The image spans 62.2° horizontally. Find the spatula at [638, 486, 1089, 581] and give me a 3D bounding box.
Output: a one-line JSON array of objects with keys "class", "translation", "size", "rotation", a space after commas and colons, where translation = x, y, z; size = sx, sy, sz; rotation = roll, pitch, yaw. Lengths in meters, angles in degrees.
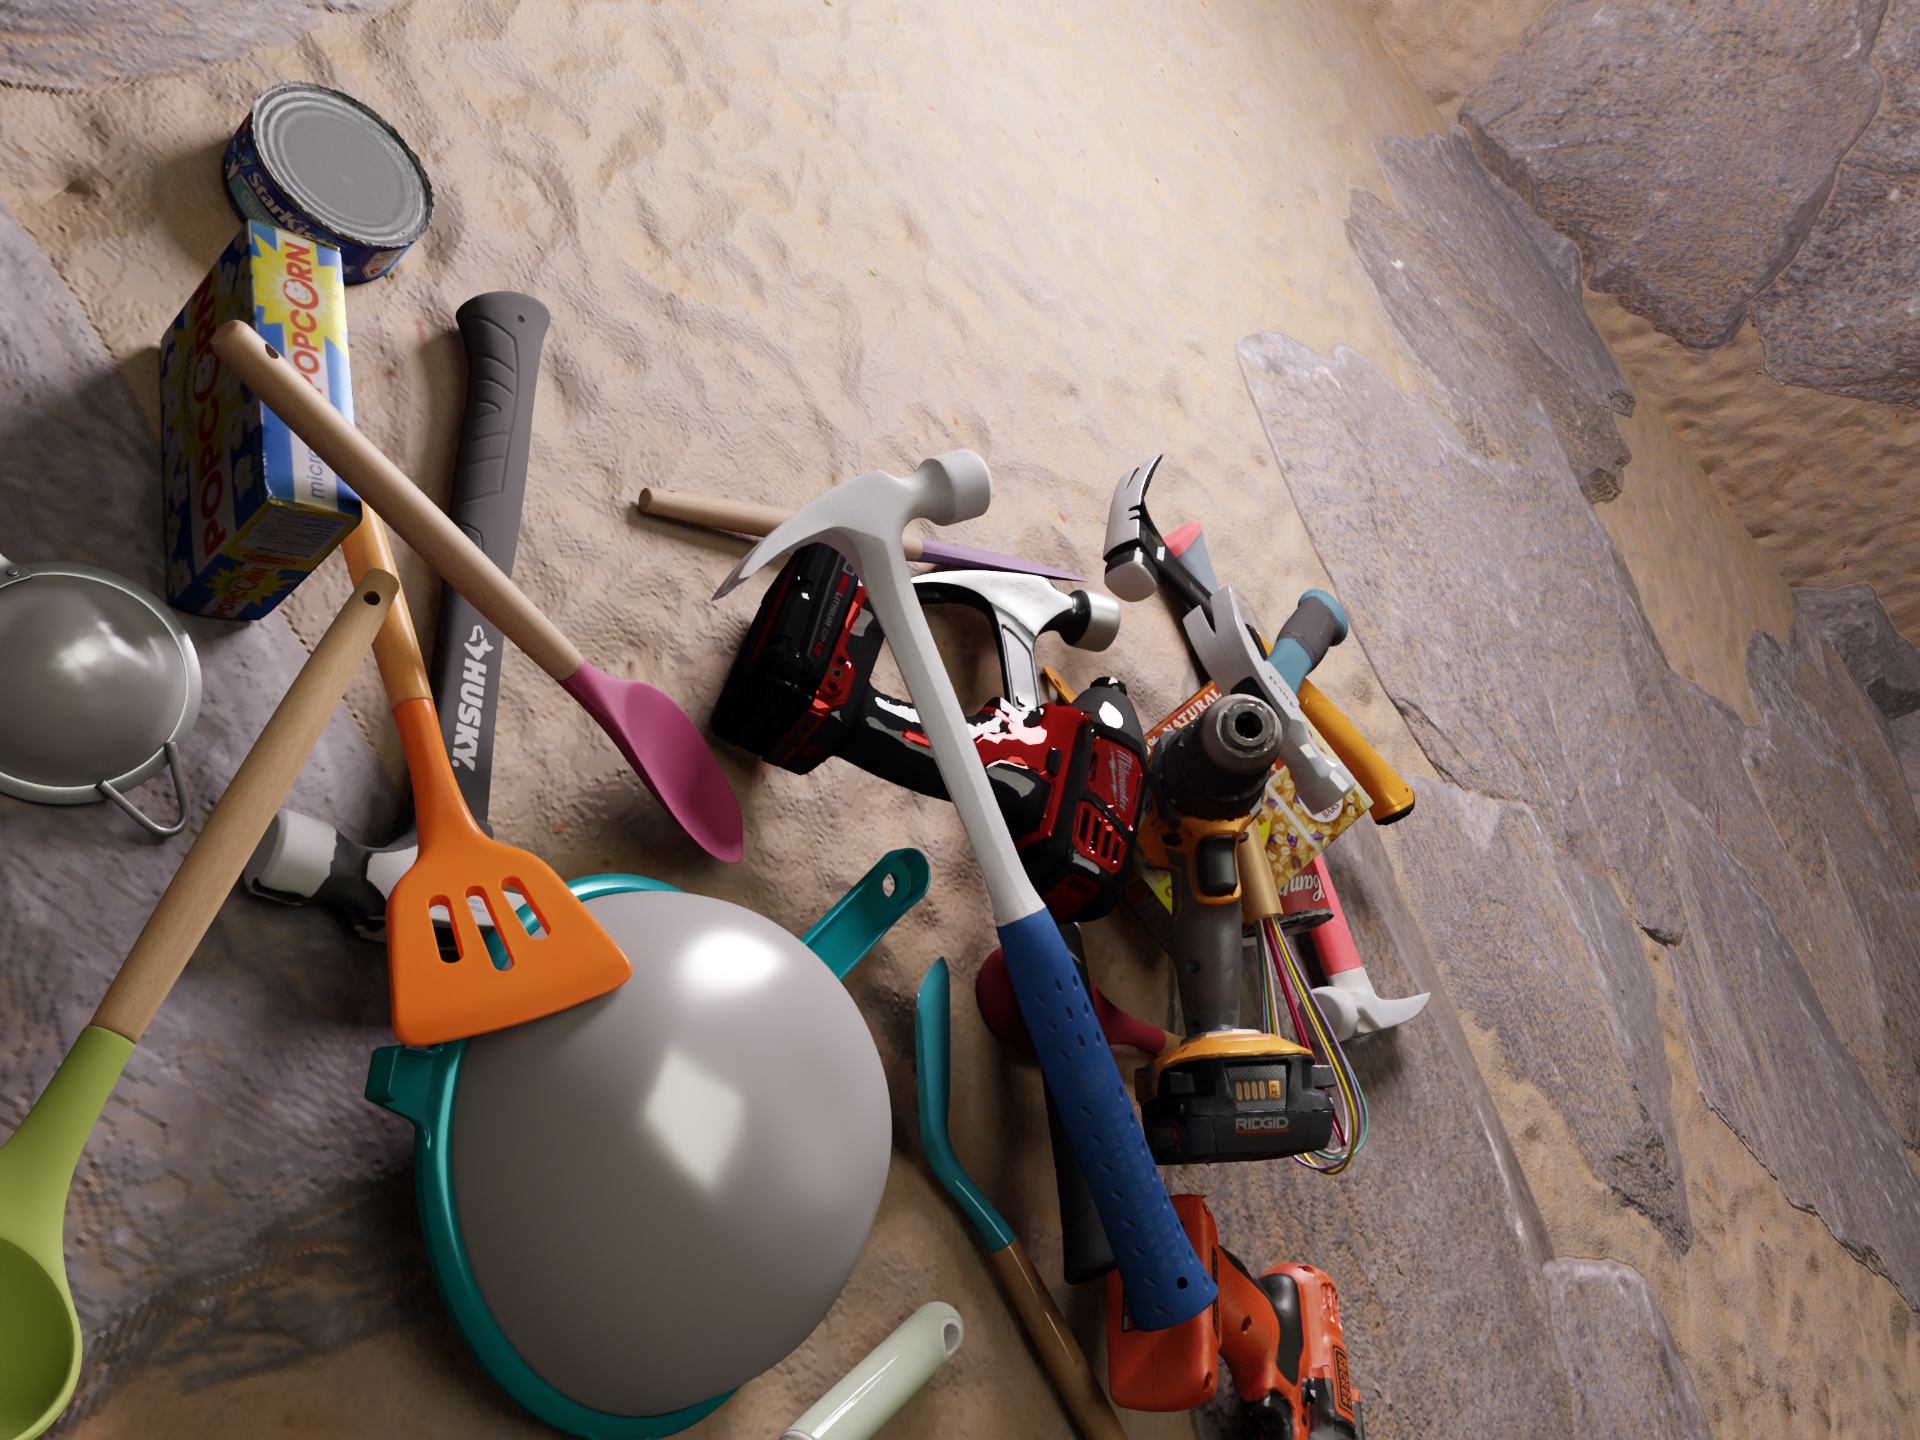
[{"class": "spatula", "translation": [-0.047, -0.102, 0.908], "size": [0.315, 0.060, 0.018], "rotation": [5, 101, -44]}]

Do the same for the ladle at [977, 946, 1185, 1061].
[{"class": "ladle", "translation": [0.128, 0.195, 0.923], "size": [0.315, 0.031, 0.069], "rotation": [29, 48, -38]}]

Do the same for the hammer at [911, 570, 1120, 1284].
[{"class": "hammer", "translation": [0.044, 0.087, 0.845], "size": [0.149, 0.036, 0.409], "rotation": [11, 54, -26]}]

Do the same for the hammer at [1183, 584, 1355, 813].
[{"class": "hammer", "translation": [0.210, -0.040, 0.997], "size": [0.128, 0.033, 0.331], "rotation": [52, 22, 1]}]

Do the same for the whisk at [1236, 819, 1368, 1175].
[{"class": "whisk", "translation": [0.182, 0.133, 0.903], "size": [0.047, 0.051, 0.245], "rotation": [89, -11, -69]}]

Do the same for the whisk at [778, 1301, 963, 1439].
[{"class": "whisk", "translation": [-0.066, 0.289, 0.610], "size": [0.246, 0.059, 0.058], "rotation": [-18, 100, -58]}]

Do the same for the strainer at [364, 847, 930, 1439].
[{"class": "strainer", "translation": [-0.063, 0.130, 0.647], "size": [0.340, 0.095, 0.211], "rotation": [-43, 113, -56]}]

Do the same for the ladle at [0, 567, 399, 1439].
[{"class": "ladle", "translation": [-0.246, 0.071, 0.491], "size": [0.078, 0.062, 0.320], "rotation": [31, 54, -19]}]

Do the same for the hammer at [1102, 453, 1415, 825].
[{"class": "hammer", "translation": [0.217, -0.039, 1.114], "size": [0.336, 0.034, 0.127], "rotation": [42, 39, -27]}]

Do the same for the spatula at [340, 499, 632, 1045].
[{"class": "spatula", "translation": [-0.211, -0.030, 0.599], "size": [0.081, 0.041, 0.323], "rotation": [-13, 68, -27]}]

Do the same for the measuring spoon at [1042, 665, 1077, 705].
[{"class": "measuring spoon", "translation": [0.086, 0.012, 1.011], "size": [0.117, 0.011, 0.021], "rotation": [51, 19, -7]}]

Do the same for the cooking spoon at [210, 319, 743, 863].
[{"class": "cooking spoon", "translation": [-0.172, -0.037, 0.630], "size": [0.318, 0.017, 0.069], "rotation": [53, 20, -44]}]

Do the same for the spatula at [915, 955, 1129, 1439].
[{"class": "spatula", "translation": [0.041, 0.267, 0.752], "size": [0.317, 0.044, 0.082], "rotation": [62, 9, 0]}]

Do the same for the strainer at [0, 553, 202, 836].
[{"class": "strainer", "translation": [-0.342, -0.069, 0.532], "size": [0.258, 0.050, 0.087], "rotation": [52, 51, -5]}]

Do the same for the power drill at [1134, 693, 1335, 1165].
[{"class": "power drill", "translation": [0.135, 0.106, 0.815], "size": [0.084, 0.185, 0.226], "rotation": [-1, 71, -5]}]

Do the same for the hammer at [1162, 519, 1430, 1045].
[{"class": "hammer", "translation": [0.228, 0.036, 1.138], "size": [0.143, 0.038, 0.386], "rotation": [3, 64, -50]}]

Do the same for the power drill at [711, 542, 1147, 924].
[{"class": "power drill", "translation": [-0.001, -0.003, 0.807], "size": [0.219, 0.078, 0.143], "rotation": [29, 51, -15]}]

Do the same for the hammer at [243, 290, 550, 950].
[{"class": "hammer", "translation": [-0.205, -0.058, 0.690], "size": [0.146, 0.035, 0.335], "rotation": [25, 49, -38]}]

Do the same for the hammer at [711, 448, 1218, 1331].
[{"class": "hammer", "translation": [0.018, 0.081, 0.720], "size": [0.144, 0.035, 0.405], "rotation": [-21, 89, -30]}]
